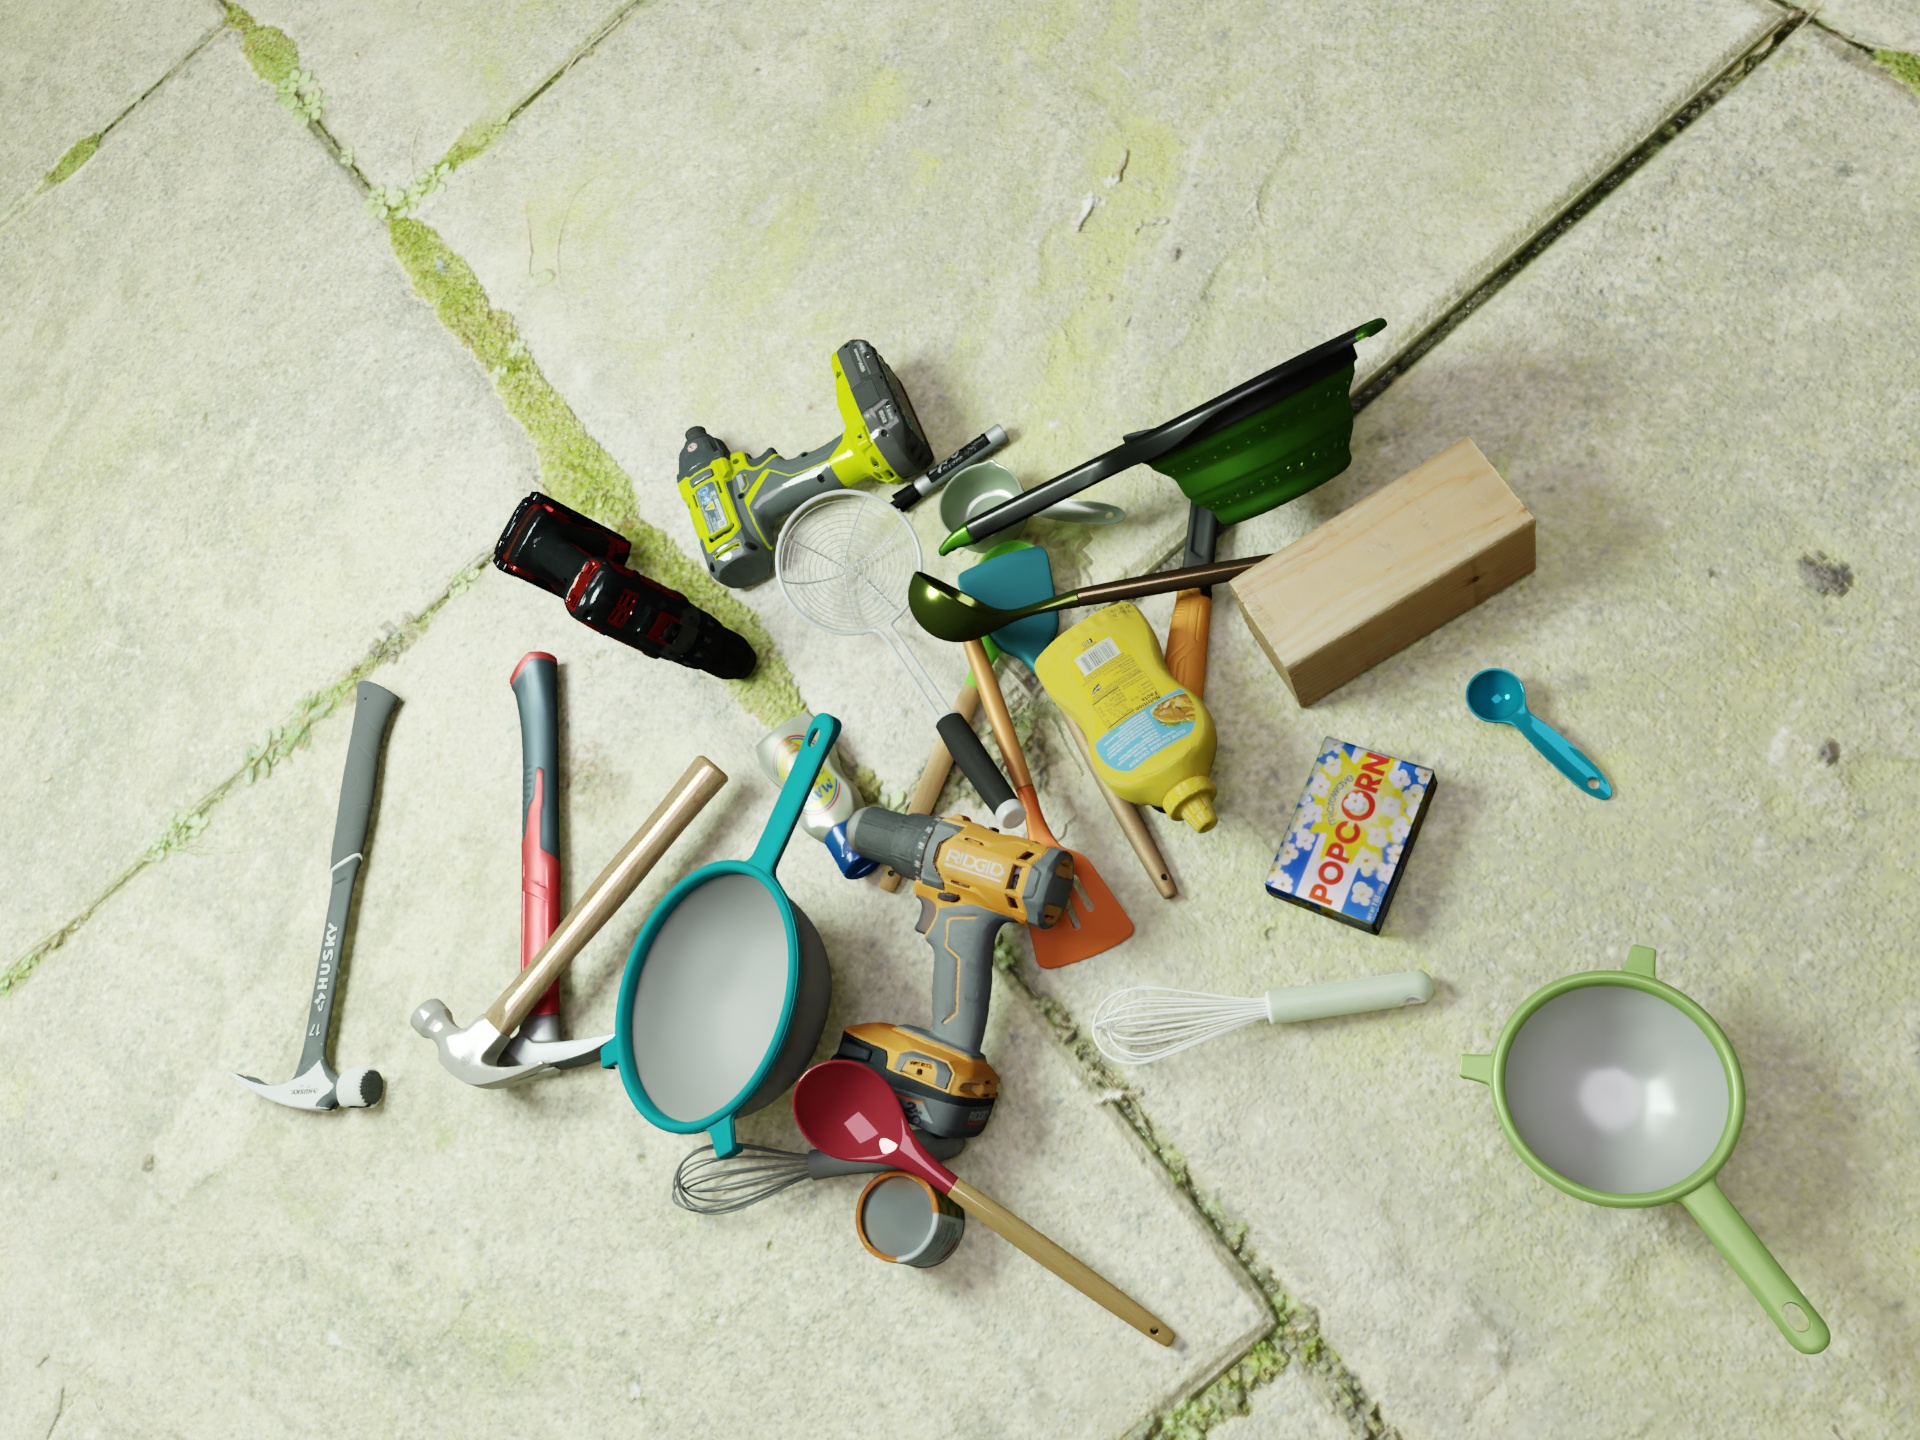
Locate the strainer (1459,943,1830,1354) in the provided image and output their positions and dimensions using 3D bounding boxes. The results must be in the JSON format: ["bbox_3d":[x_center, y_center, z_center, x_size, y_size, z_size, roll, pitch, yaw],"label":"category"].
[{"bbox_3d":[0.451,0.283,1.013,0.151,0.069,0.257,-34,62,2],"label":"strainer"}]

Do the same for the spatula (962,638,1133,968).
[{"bbox_3d":[0.046,0.036,1.272,0.081,0.041,0.323,-24,65,11],"label":"spatula"}]

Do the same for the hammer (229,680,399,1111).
[{"bbox_3d":[-0.575,0.154,1.472,0.149,0.036,0.409,-7,67,19],"label":"hammer"}]

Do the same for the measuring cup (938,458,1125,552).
[{"bbox_3d":[0.064,-0.175,1.362,0.168,0.038,0.083,8,73,21],"label":"measuring cup"}]

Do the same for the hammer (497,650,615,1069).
[{"bbox_3d":[-0.357,0.113,1.403,0.143,0.038,0.387,-13,65,14],"label":"hammer"}]

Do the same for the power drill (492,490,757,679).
[{"bbox_3d":[-0.297,-0.111,1.415,0.227,0.187,0.080,33,94,46],"label":"power drill"}]

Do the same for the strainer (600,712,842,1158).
[{"bbox_3d":[-0.145,0.163,1.251,0.211,0.095,0.340,18,83,47],"label":"strainer"}]

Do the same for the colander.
[{"bbox_3d":[0.164,-0.184,1.255,0.397,0.204,0.094,-23,98,26],"label":"colander"}]

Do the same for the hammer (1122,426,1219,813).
[{"bbox_3d":[0.178,-0.088,1.284,0.127,0.034,0.337,2,70,20],"label":"hammer"}]

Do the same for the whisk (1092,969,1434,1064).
[{"bbox_3d":[0.215,0.207,1.147,0.246,0.057,0.059,-10,58,12],"label":"whisk"}]

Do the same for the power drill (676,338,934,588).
[{"bbox_3d":[-0.151,-0.242,1.449,0.223,0.080,0.171,-28,62,11],"label":"power drill"}]

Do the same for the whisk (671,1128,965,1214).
[{"bbox_3d":[-0.111,0.339,1.219,0.239,0.055,0.055,-12,66,11],"label":"whisk"}]

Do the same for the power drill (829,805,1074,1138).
[{"bbox_3d":[-0.029,0.181,1.211,0.185,0.084,0.226,16,86,26],"label":"power drill"}]

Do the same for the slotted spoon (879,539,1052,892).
[{"bbox_3d":[-0.002,-0.004,1.323,0.070,0.031,0.314,21,80,8],"label":"slotted spoon"}]

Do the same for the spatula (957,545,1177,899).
[{"bbox_3d":[0.096,0.002,1.272,0.082,0.044,0.318,-20,64,-15],"label":"spatula"}]

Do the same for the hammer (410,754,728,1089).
[{"bbox_3d":[-0.310,0.166,1.328,0.130,0.031,0.331,36,83,27],"label":"hammer"}]

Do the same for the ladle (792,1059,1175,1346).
[{"bbox_3d":[0.017,0.344,1.125,0.315,0.031,0.069,33,90,8],"label":"ladle"}]

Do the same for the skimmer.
[{"bbox_3d":[-0.042,-0.056,1.288,0.127,0.090,0.364,-26,47,-9],"label":"skimmer"}]

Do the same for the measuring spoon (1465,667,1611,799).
[{"bbox_3d":[0.424,0.013,1.165,0.042,0.021,0.129,-43,70,-1],"label":"measuring spoon"}]

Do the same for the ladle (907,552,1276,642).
[{"bbox_3d":[0.117,-0.113,1.256,0.320,0.078,0.062,-10,99,4],"label":"ladle"}]
